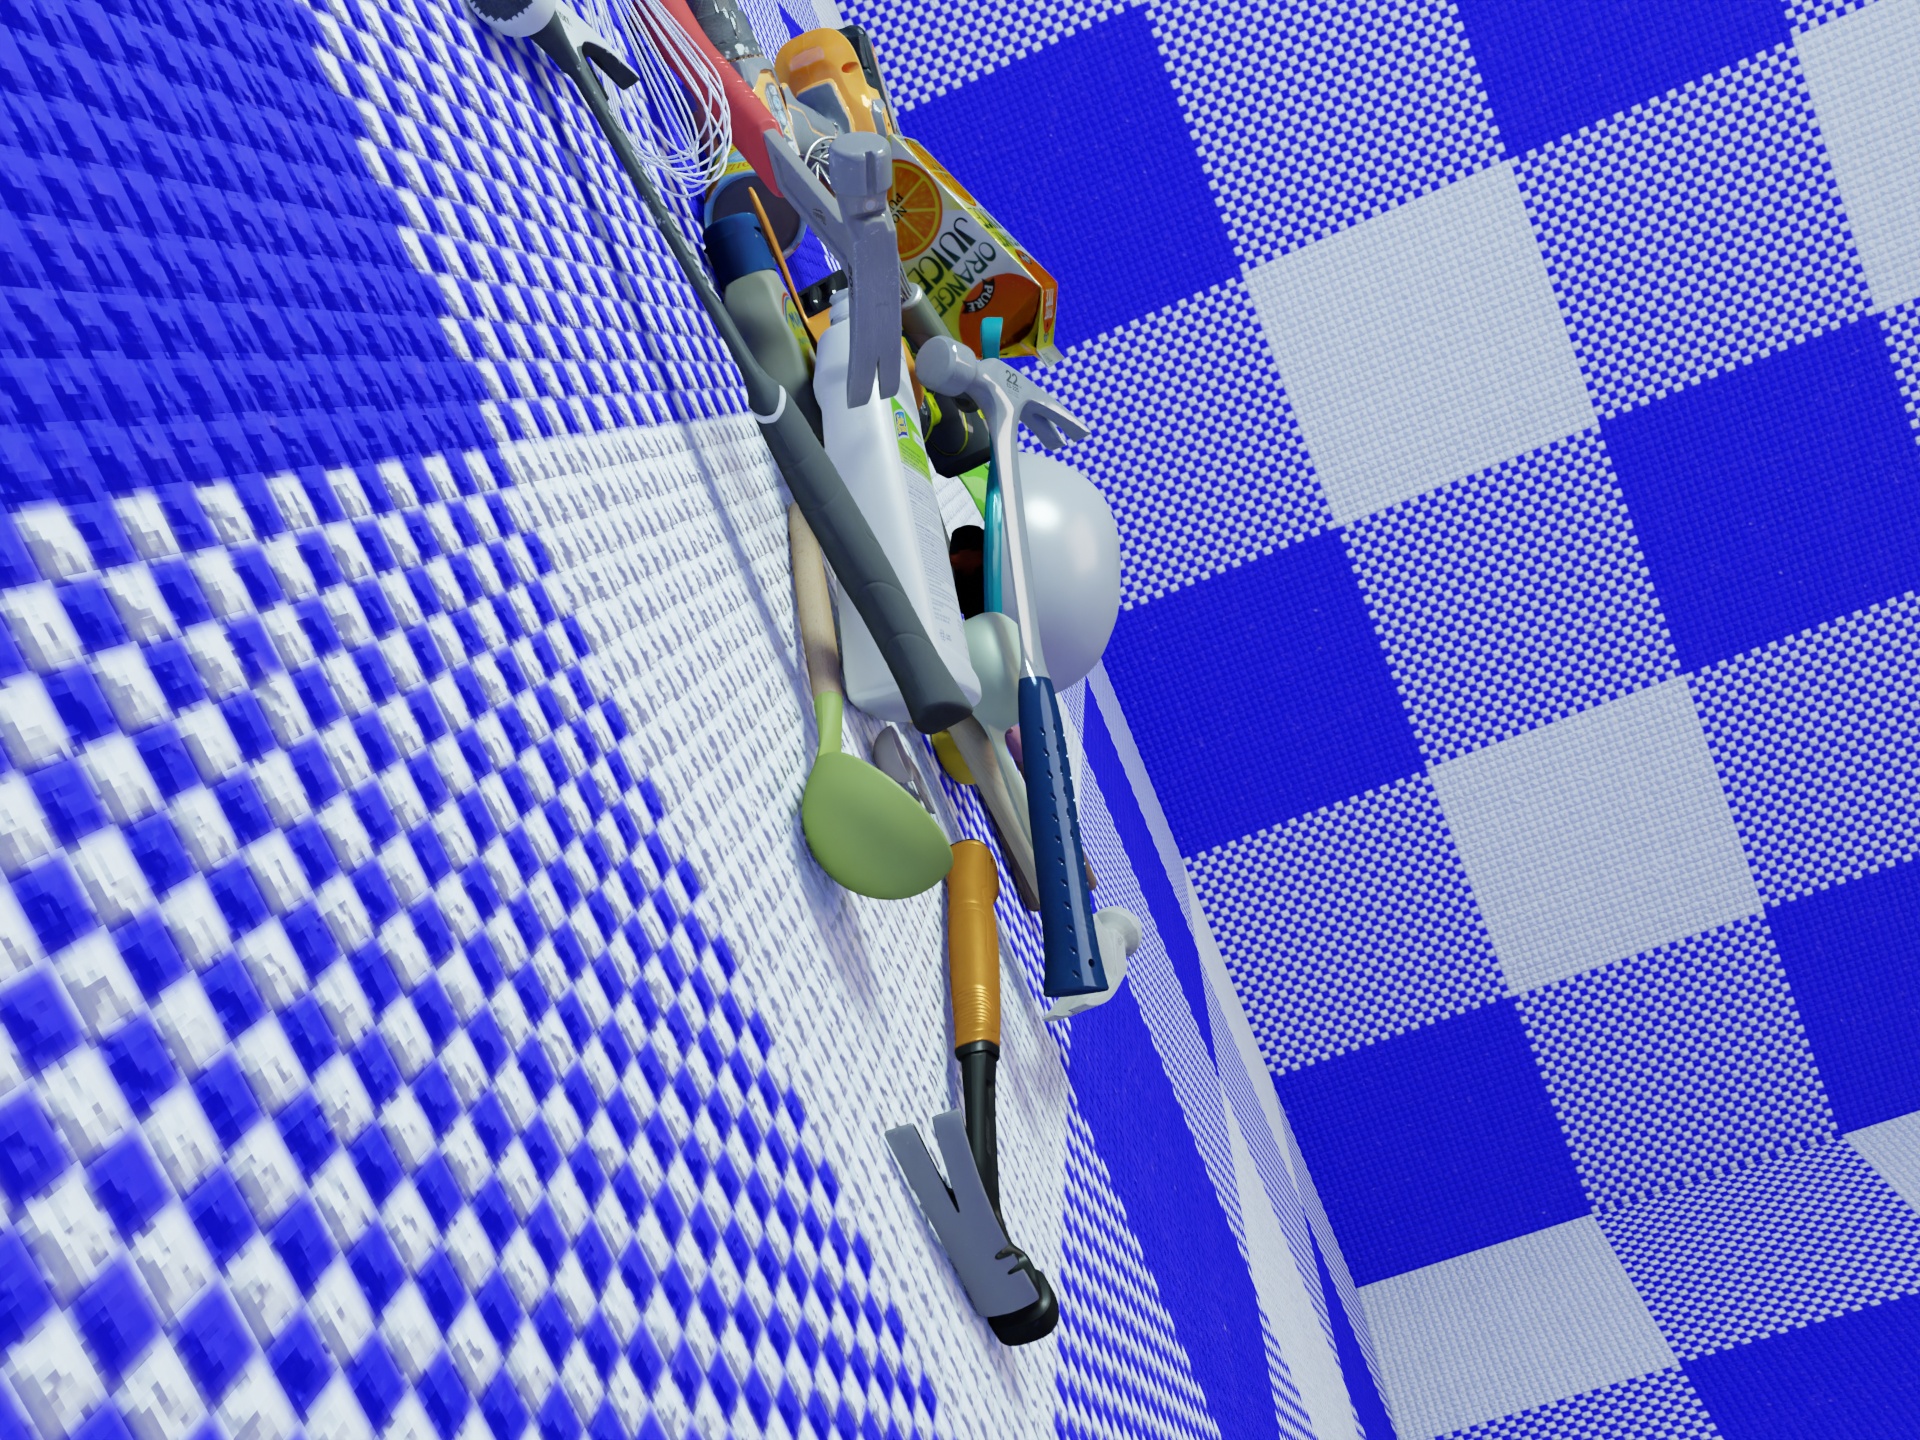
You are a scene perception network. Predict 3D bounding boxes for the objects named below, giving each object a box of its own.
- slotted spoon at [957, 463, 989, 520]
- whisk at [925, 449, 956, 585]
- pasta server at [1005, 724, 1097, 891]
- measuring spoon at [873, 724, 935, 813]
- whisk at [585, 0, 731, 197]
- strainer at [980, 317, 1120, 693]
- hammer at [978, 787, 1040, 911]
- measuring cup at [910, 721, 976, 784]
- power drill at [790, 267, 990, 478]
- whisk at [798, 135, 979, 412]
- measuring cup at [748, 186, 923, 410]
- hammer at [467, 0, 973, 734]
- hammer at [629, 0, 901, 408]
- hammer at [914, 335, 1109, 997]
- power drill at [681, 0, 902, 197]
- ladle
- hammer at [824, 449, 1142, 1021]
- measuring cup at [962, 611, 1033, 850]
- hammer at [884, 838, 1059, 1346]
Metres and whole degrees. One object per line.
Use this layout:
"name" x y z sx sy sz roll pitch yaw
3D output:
"slotted spoon" -0.037 -0.239 1.304 0.313 0.031 0.070 34 42 -51
"whisk" -0.035 -0.201 1.361 0.055 0.055 0.239 38 36 -72
"pasta server" 0.062 0.040 1.205 0.315 0.040 0.060 61 23 -46
"measuring spoon" -0.033 0.036 0.946 0.124 0.018 0.034 64 6 -68
"whisk" -0.201 -0.423 0.883 0.284 0.070 0.070 64 9 2
"strainer" 0.070 -0.152 1.174 0.340 0.095 0.211 83 11 -49
"hammer" 0.001 -0.012 1.185 0.130 0.031 0.331 -62 130 -77
"measuring cup" -0.020 0.007 1.065 0.156 0.029 0.062 25 43 -60
"power drill" -0.051 -0.272 1.185 0.190 0.080 0.228 66 21 -4
"whisk" -0.041 -0.285 1.052 0.246 0.058 0.059 49 60 -50
"measuring cup" -0.077 -0.264 1.010 0.173 0.052 0.095 65 -4 -22
"hammer" -0.104 -0.173 0.786 0.409 0.036 0.149 61 8 -6
"hammer" -0.120 -0.336 0.932 0.359 0.036 0.149 56 -24 38
"hammer" 0.049 -0.034 0.984 0.144 0.035 0.406 11 66 -49
"power drill" -0.130 -0.458 1.147 0.226 0.084 0.185 -47 122 -61
"ladle" -0.058 -0.030 0.810 0.321 0.062 0.078 -104 170 -50
"hammer" -0.002 -0.003 1.030 0.410 0.038 0.146 62 22 -2
"measuring cup" 0.038 0.005 1.007 0.083 0.038 0.168 24 43 -55
"hammer" 0.005 0.152 0.826 0.337 0.034 0.127 -92 160 -64
